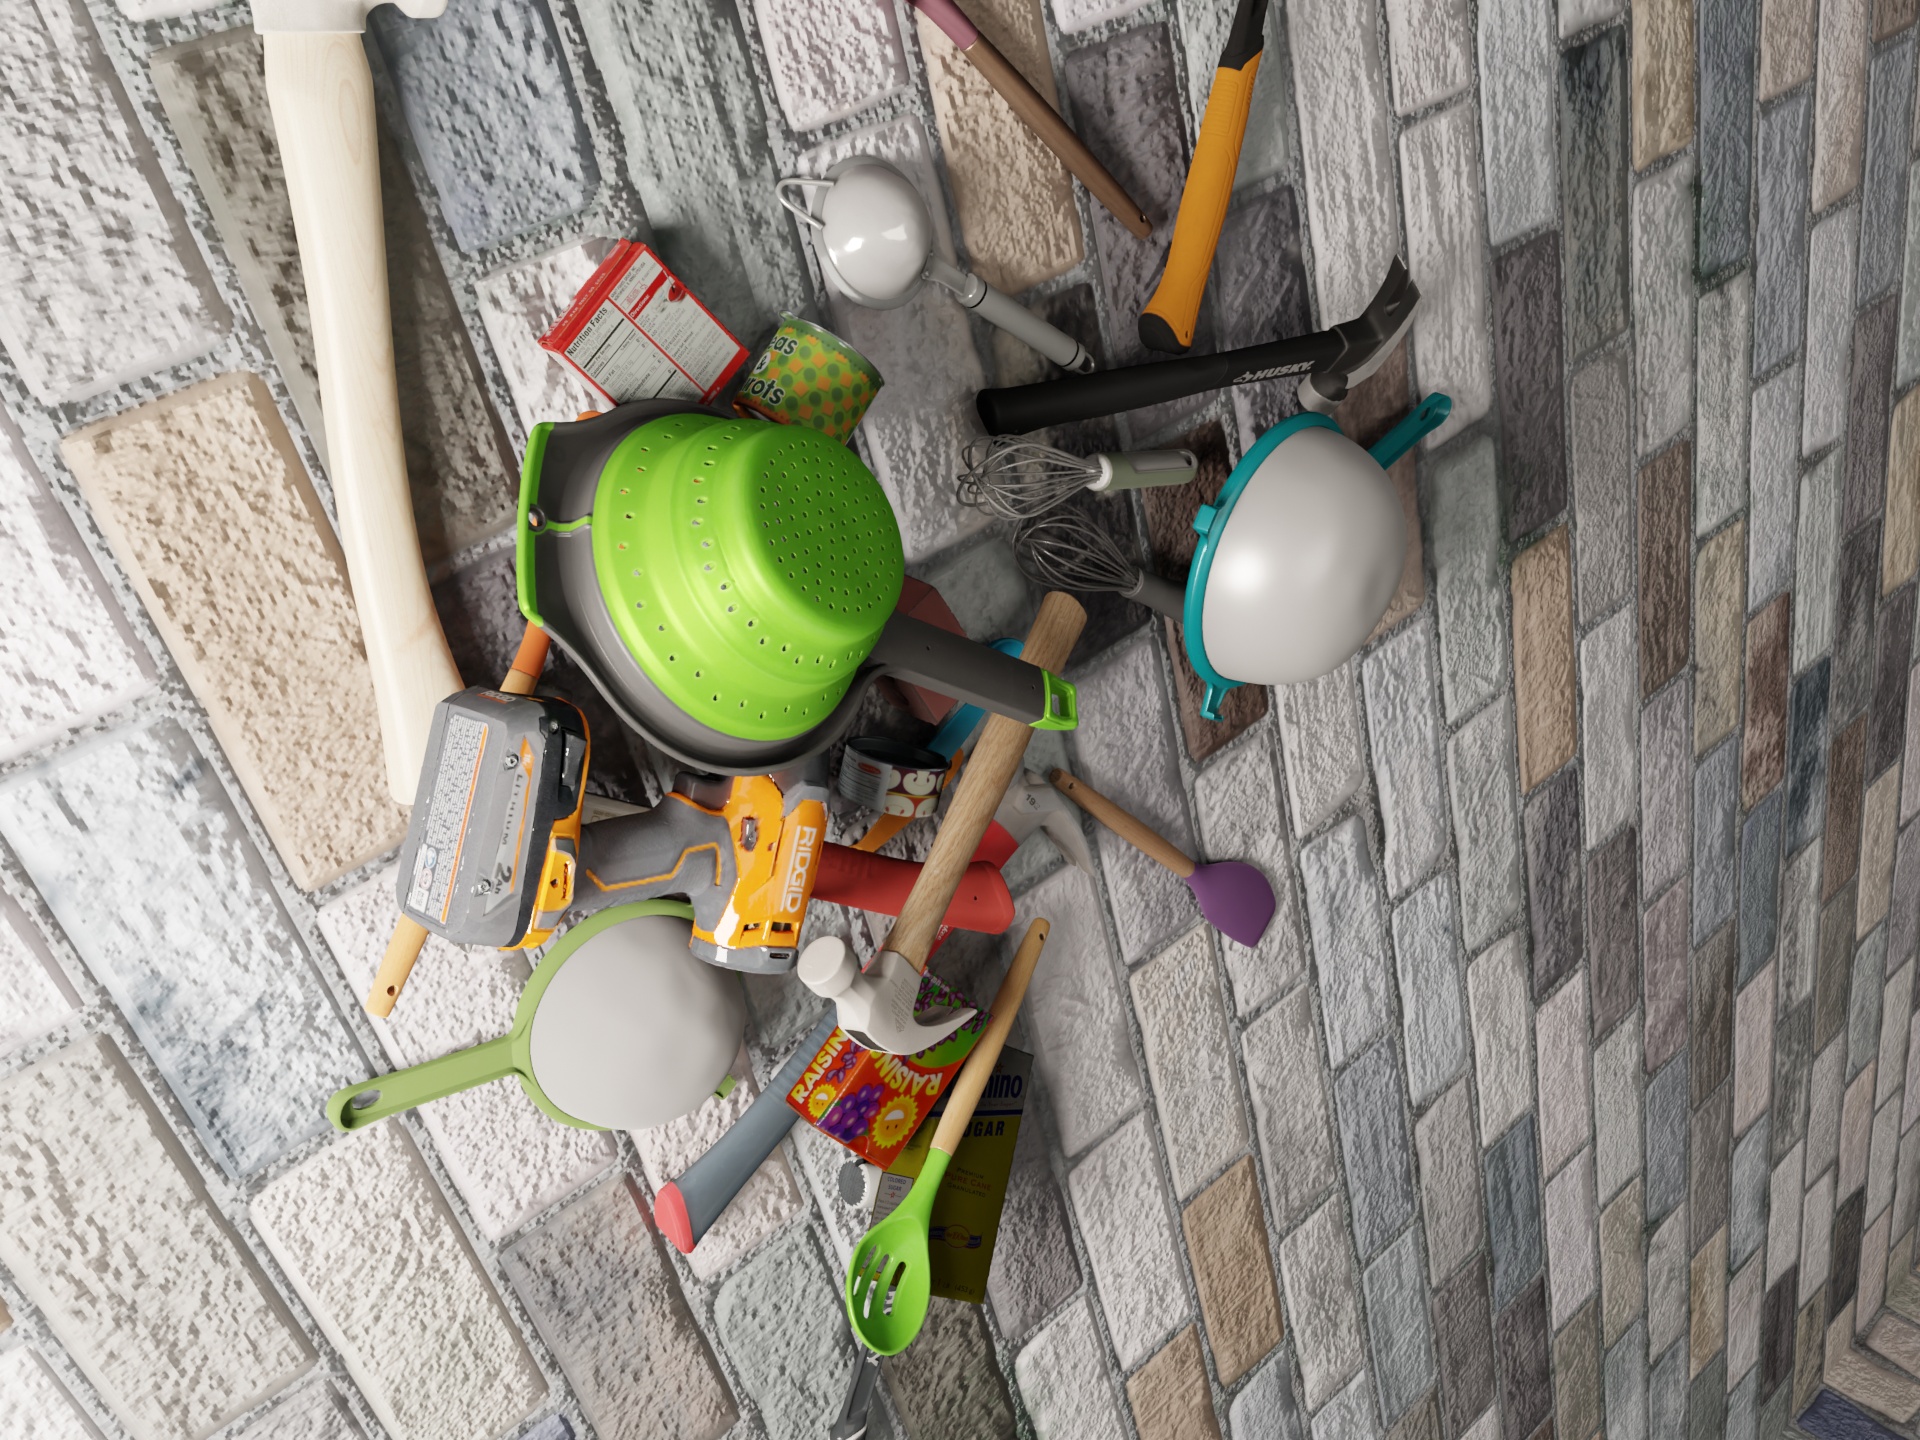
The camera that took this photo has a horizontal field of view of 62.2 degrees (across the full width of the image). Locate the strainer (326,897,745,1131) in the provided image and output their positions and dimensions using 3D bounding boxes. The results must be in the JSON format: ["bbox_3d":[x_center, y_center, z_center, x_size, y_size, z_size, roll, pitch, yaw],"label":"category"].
[{"bbox_3d":[-0.223,0.195,0.911,0.256,0.069,0.151,-13,114,-37],"label":"strainer"}]

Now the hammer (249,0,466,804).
[{"bbox_3d":[-0.292,-0.149,0.750,0.146,0.038,0.410,-16,116,-33],"label":"hammer"}]

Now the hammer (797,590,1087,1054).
[{"bbox_3d":[0.010,0.054,0.984,0.129,0.031,0.331,54,50,-40],"label":"hammer"}]

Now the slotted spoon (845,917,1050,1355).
[{"bbox_3d":[-0.002,0.268,1.069,0.070,0.031,0.314,42,58,-27],"label":"slotted spoon"}]

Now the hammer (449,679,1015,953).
[{"bbox_3d":[-0.117,0.091,0.944,0.358,0.037,0.149,18,85,-35],"label":"hammer"}]

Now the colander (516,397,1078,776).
[{"bbox_3d":[-0.040,-0.062,0.851,0.396,0.094,0.205,18,61,-43],"label":"colander"}]

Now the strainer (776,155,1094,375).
[{"bbox_3d":[0.002,-0.261,0.947,0.258,0.050,0.087,19,79,-45],"label":"strainer"}]

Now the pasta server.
[{"bbox_3d":[0.027,-0.378,0.923,0.316,0.040,0.060,32,73,-43],"label":"pasta server"}]

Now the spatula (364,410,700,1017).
[{"bbox_3d":[-0.229,-0.001,0.814,0.081,0.041,0.323,29,77,-40],"label":"spatula"}]

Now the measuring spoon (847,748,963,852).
[{"bbox_3d":[-0.039,0.058,1.052,0.117,0.011,0.021,-45,118,-22],"label":"measuring spoon"}]

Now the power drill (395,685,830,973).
[{"bbox_3d":[-0.160,0.044,0.823,0.226,0.084,0.164,12,90,-47],"label":"power drill"}]

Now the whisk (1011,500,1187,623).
[{"bbox_3d":[0.119,-0.099,1.100,0.238,0.055,0.055,16,96,-46],"label":"whisk"}]

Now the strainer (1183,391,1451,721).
[{"bbox_3d":[0.299,-0.143,1.171,0.340,0.095,0.210,-40,140,-29],"label":"strainer"}]

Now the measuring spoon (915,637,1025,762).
[{"bbox_3d":[-0.002,-0.003,1.054,0.128,0.021,0.042,-51,128,-6],"label":"measuring spoon"}]

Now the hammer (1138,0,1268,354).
[{"bbox_3d":[0.179,-0.406,1.030,0.127,0.034,0.336,-4,112,-51],"label":"hammer"}]

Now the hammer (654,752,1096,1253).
[{"bbox_3d":[-0.057,0.197,1.070,0.386,0.038,0.143,-50,132,-13],"label":"hammer"}]

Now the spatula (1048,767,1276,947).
[{"bbox_3d":[0.163,0.103,1.225,0.315,0.018,0.060,34,83,-43],"label":"spatula"}]

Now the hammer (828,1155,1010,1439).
[{"bbox_3d":[-0.074,0.505,1.173,0.149,0.036,0.409,9,101,-42],"label":"hammer"}]

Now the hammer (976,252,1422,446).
[{"bbox_3d":[0.157,-0.231,1.048,0.334,0.146,0.035,-16,72,-27],"label":"hammer"}]

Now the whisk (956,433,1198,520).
[{"bbox_3d":[0.083,-0.161,1.024,0.246,0.058,0.059,-14,156,-49],"label":"whisk"}]
